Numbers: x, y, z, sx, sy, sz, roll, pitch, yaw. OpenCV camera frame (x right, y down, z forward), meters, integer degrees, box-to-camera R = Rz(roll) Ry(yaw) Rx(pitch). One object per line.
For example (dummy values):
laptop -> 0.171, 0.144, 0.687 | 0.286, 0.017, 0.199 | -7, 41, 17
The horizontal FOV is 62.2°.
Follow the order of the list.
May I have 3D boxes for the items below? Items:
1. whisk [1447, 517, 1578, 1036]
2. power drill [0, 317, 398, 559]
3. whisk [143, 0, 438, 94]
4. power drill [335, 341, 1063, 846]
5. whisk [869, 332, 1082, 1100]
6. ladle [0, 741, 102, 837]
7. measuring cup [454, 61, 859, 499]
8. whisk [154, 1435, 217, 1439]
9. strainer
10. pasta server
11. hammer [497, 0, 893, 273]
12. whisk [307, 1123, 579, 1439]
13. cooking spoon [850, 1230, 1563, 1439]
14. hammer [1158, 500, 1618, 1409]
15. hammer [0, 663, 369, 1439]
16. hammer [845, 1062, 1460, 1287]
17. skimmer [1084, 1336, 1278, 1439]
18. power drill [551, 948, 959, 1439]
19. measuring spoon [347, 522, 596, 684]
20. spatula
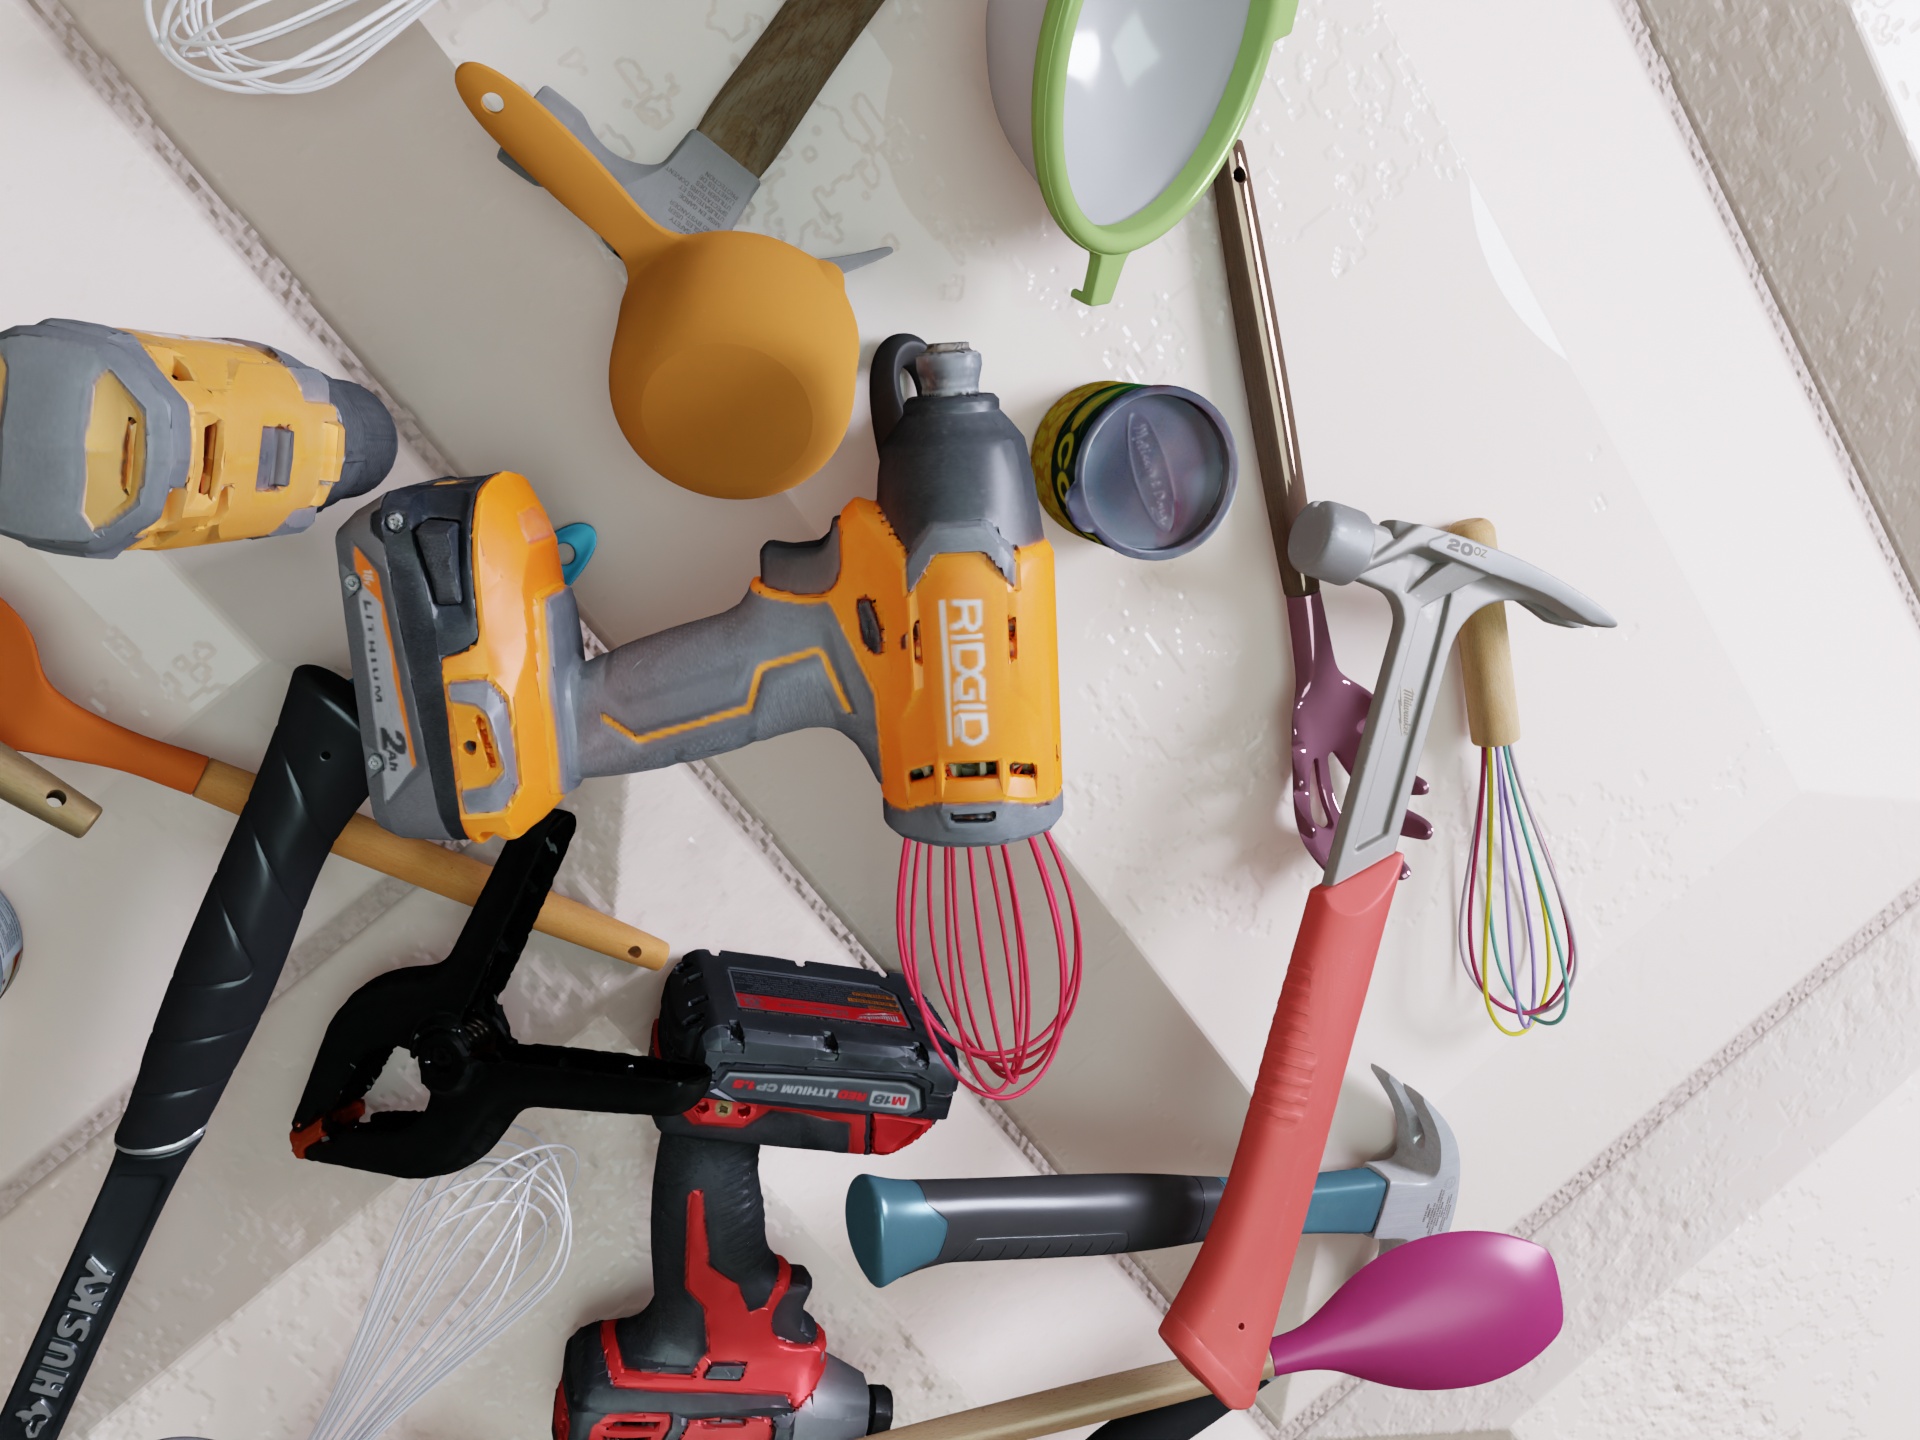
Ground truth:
whisk -> 0.243, 0.031, 0.716 | 0.047, 0.051, 0.245 | -13, 104, -7
power drill -> -0.299, -0.101, 0.483 | 0.226, 0.185, 0.084 | 11, 101, 1
whisk -> -0.145, -0.264, 0.519 | 0.246, 0.058, 0.059 | -24, 150, -4
power drill -> -0.081, -0.039, 0.532 | 0.226, 0.084, 0.164 | -2, 104, 2
whisk -> -0.001, -0.002, 0.607 | 0.073, 0.073, 0.296 | -8, 89, -14
ladle -> -0.419, -0.053, 0.492 | 0.320, 0.062, 0.078 | 37, 58, -20
measuring cup -> -0.105, -0.143, 0.536 | 0.095, 0.052, 0.173 | -29, 131, 24
whisk -> -0.228, 0.305, 0.598 | 0.055, 0.055, 0.238 | -48, 142, 0
strainer -> 0.034, -0.267, 0.516 | 0.151, 0.069, 0.256 | -57, 152, -8
pasta server -> 0.142, -0.079, 0.663 | 0.060, 0.040, 0.316 | -18, 106, -17
hammer -> -0.016, -0.294, 0.568 | 0.130, 0.031, 0.331 | 35, 92, -20
whisk -> -0.241, 0.278, 0.636 | 0.070, 0.070, 0.284 | 33, 98, -20
cooking spoon -> 0.107, 0.278, 0.676 | 0.319, 0.017, 0.069 | -11, 91, -6
hammer -> 0.160, 0.100, 0.651 | 0.149, 0.037, 0.359 | 17, 87, -20
hammer -> -0.304, 0.165, 0.581 | 0.149, 0.036, 0.409 | 24, 101, -18
hammer -> 0.096, 0.211, 0.681 | 0.330, 0.033, 0.128 | 9, 101, -34
skimmer -> -0.001, 0.395, 0.691 | 0.363, 0.090, 0.127 | -37, 110, 6
power drill -> -0.078, 0.214, 0.655 | 0.143, 0.079, 0.219 | 11, 103, -18
measuring spoon -> -0.186, -0.028, 0.597 | 0.128, 0.021, 0.042 | -46, 110, -11
spatula -> -0.254, 0.027, 0.586 | 0.322, 0.041, 0.081 | 27, 97, -24
